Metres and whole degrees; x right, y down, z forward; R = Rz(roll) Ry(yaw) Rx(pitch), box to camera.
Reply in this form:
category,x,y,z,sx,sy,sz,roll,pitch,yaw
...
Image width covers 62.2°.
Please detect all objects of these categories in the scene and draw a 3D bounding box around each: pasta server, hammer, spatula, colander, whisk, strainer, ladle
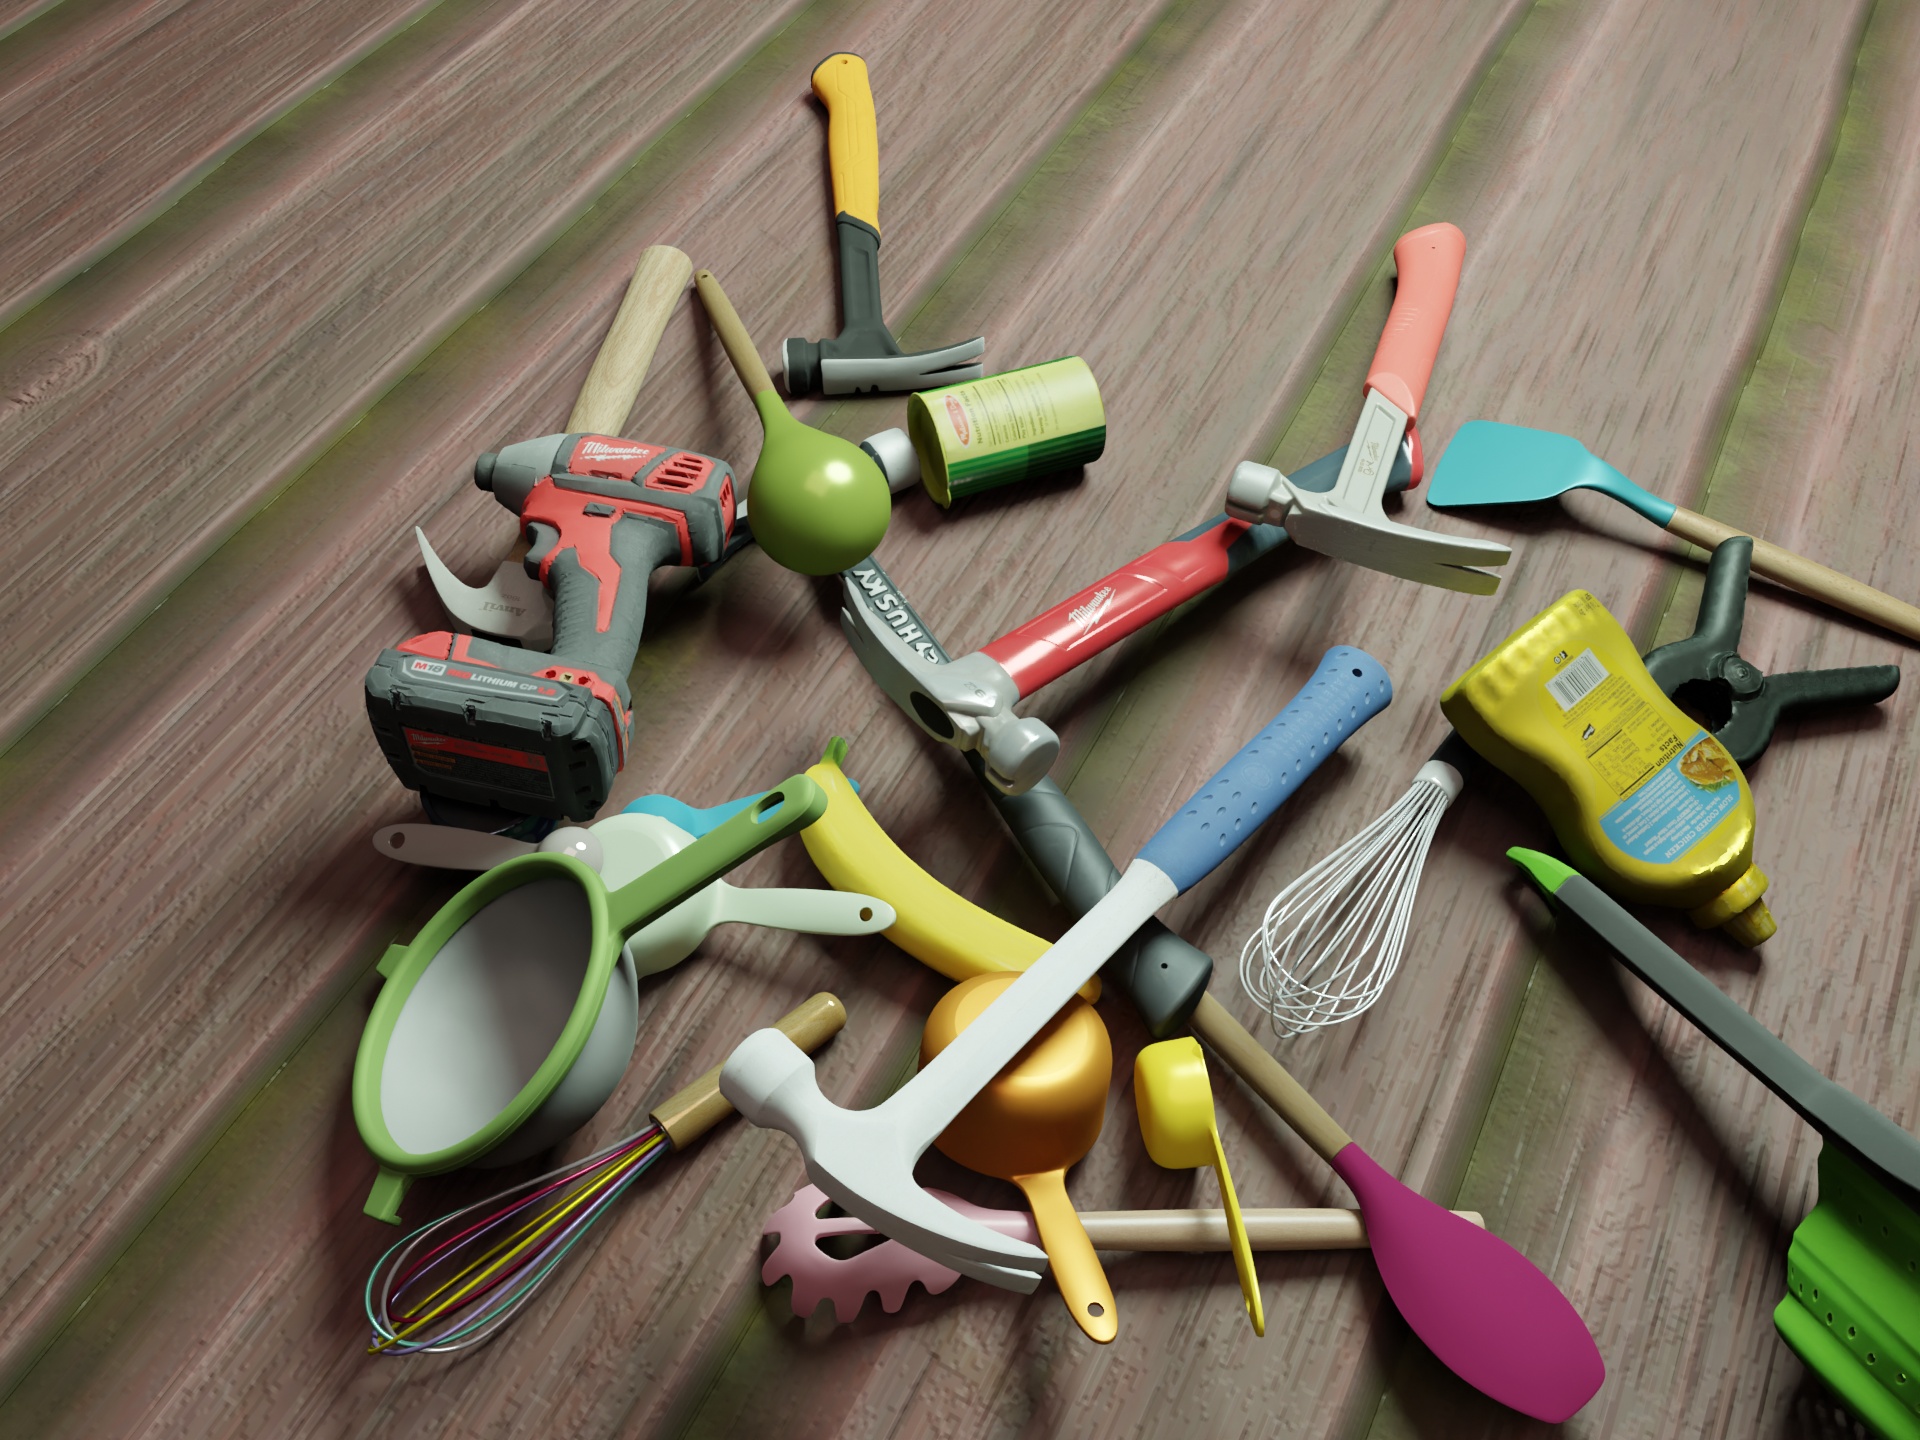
category,x,y,z,sx,sy,sz,roll,pitch,yaw
pasta server,0.073,0.225,0.694,0.316,0.040,0.060,1,55,-6
hammer,-0.225,-0.174,0.961,0.130,0.031,0.332,9,55,4
hammer,0.117,-0.096,0.879,0.386,0.038,0.143,-31,60,-31
hammer,0.273,-0.205,0.955,0.149,0.036,0.359,18,45,12
hammer,-0.063,-0.351,1.089,0.127,0.034,0.337,-4,55,-4
hammer,0.086,0.082,0.719,0.144,0.035,0.405,37,52,20
hammer,-0.001,-0.003,0.831,0.149,0.036,0.409,-25,56,-17
spatula,0.440,-0.104,0.941,0.317,0.044,0.082,27,57,10
colander,0.355,0.202,0.676,0.094,0.204,0.398,-48,46,8
whisk,0.227,0.054,0.805,0.070,0.070,0.285,32,55,19
whisk,-0.151,0.194,0.700,0.245,0.047,0.051,-33,62,-28
strainer,-0.150,0.110,0.697,0.256,0.069,0.152,-33,41,12
ladle,-0.117,-0.192,0.948,0.078,0.062,0.321,-25,42,-3

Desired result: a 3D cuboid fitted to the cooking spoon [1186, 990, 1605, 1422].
category,x,y,z,sx,sy,sz,roll,pitch,yaw
cooking spoon,0.153,0.177,0.718,0.069,0.017,0.319,-24,53,-31

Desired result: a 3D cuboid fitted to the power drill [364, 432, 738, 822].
category,x,y,z,sx,sy,sz,roll,pitch,yaw
power drill,-0.211,-0.064,0.819,0.143,0.078,0.220,11,51,4

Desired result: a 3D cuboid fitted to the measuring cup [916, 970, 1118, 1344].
category,x,y,z,sx,sy,sz,roll,pitch,yaw
measuring cup,0.036,0.177,0.677,0.095,0.052,0.174,-5,35,-15

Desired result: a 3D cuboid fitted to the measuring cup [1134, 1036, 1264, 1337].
category,x,y,z,sx,sy,sz,roll,pitch,yaw
measuring cup,0.098,0.195,0.668,0.029,0.062,0.157,-6,28,-1

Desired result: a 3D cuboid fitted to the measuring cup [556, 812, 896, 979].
category,x,y,z,sx,sy,sz,roll,pitch,yaw
measuring cup,-0.114,0.084,0.753,0.167,0.038,0.083,3,72,15

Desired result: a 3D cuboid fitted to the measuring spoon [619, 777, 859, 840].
category,x,y,z,sx,sy,sz,roll,pitch,yaw
measuring spoon,-0.114,0.044,0.816,0.128,0.021,0.042,-13,56,-11

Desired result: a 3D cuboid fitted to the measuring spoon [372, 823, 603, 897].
category,x,y,z,sx,sy,sz,roll,pitch,yaw
measuring spoon,-0.229,0.061,0.758,0.124,0.018,0.034,5,73,15
